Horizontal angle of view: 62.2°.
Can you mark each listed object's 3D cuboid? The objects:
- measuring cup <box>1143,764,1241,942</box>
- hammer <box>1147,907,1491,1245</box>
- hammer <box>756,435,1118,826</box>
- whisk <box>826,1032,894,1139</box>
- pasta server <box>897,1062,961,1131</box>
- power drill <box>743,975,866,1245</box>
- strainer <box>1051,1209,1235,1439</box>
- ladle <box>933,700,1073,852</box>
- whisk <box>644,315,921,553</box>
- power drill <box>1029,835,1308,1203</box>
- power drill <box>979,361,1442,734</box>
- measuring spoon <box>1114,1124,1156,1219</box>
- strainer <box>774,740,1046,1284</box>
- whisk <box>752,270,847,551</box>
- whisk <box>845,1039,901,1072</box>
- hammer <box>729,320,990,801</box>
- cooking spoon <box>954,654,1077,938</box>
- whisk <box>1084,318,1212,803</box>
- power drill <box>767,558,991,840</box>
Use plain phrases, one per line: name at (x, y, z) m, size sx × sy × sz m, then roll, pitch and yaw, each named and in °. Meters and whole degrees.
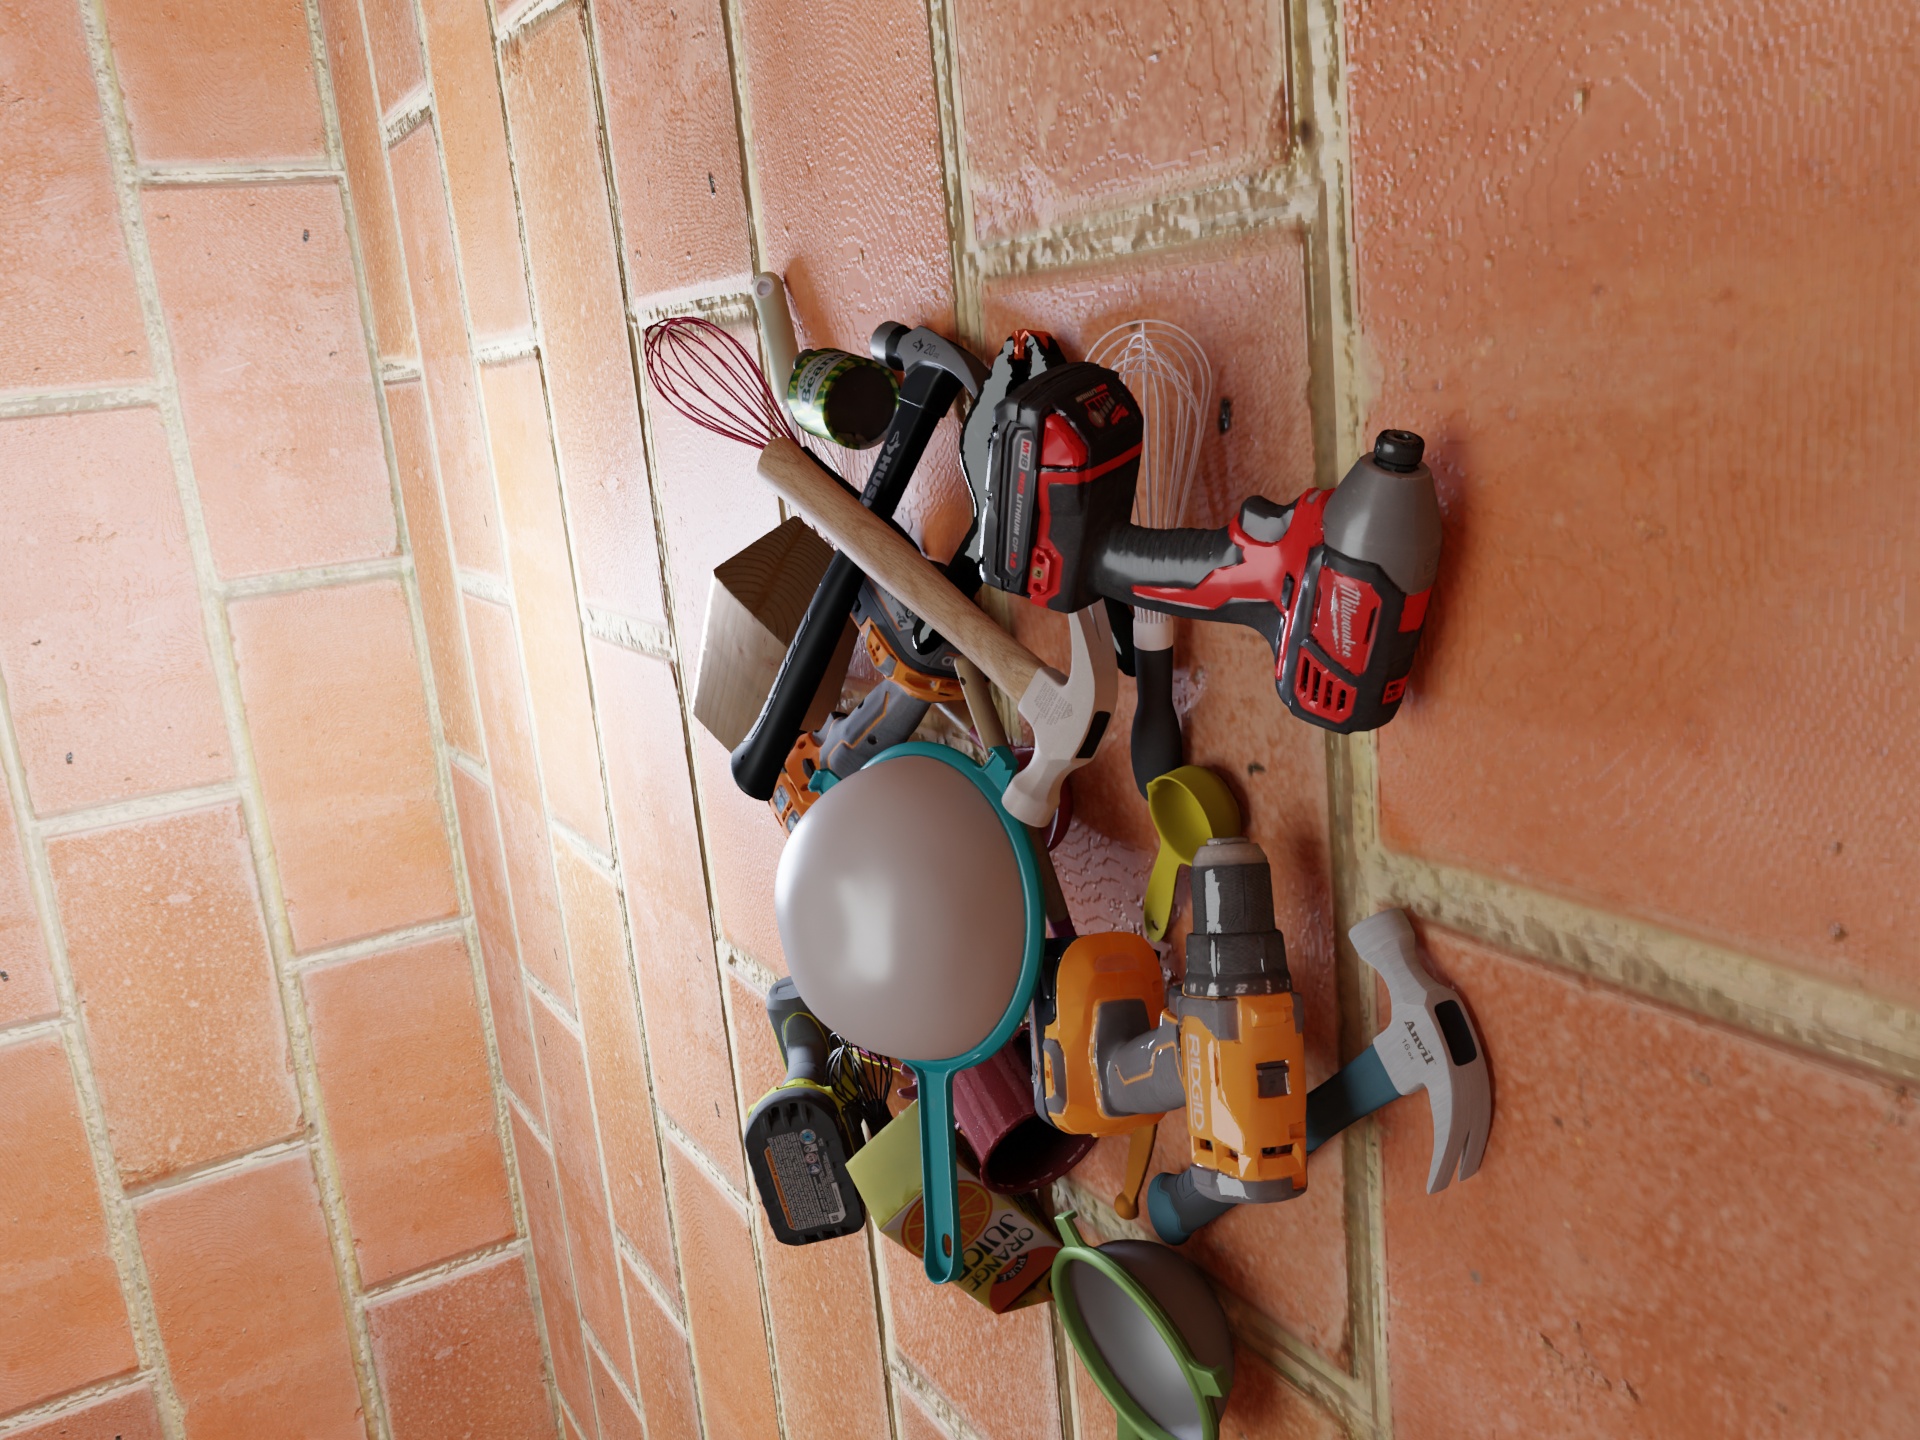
measuring cup at (0.133, 0.083, 0.943) m, size 0.062 × 0.029 × 0.156 m, roll 50°, pitch 154°, yaw 30°
hammer at (0.184, 0.231, 0.892) m, size 0.128 × 0.033 × 0.330 m, roll 65°, pitch 150°, yaw 23°
hammer at (-0.025, -0.085, 0.974) m, size 0.332 × 0.031 × 0.130 m, roll 43°, pitch 115°, yaw 34°
whisk at (-0.067, 0.324, 1.316) m, size 0.055 × 0.055 × 0.238 m, roll 52°, pitch 165°, yaw 39°
pasta server at (-0.056, 0.202, 1.287) m, size 0.040 × 0.060 × 0.317 m, roll 42°, pitch -163°, yaw -51°
power drill at (-0.124, 0.349, 1.379) m, size 0.229 × 0.080 × 0.190 m, roll -95°, pitch -9°, yaw -74°
strainer at (0.132, 0.427, 1.044) m, size 0.152 × 0.069 × 0.256 m, roll 38°, pitch 145°, yaw 40°
ladle at (-0.002, -0.004, 1.141) m, size 0.316 × 0.031 × 0.069 m, roll 45°, pitch 128°, yaw 47°
whisk at (-0.136, -0.209, 1.200) m, size 0.296 × 0.073 × 0.073 m, roll 43°, pitch 141°, yaw 16°
power drill at (0.115, 0.160, 0.899) m, size 0.226 × 0.084 × 0.185 m, roll 166°, pitch 101°, yaw -68°
power drill at (0.122, -0.094, 0.768) m, size 0.220 × 0.078 × 0.143 m, roll 24°, pitch 127°, yaw 27°
measuring spoon at (0.116, 0.291, 1.062) m, size 0.021 × 0.011 × 0.116 m, roll 44°, pitch 137°, yaw 46°
strainer at (-0.048, 0.183, 0.987) m, size 0.211 × 0.095 × 0.340 m, roll -8°, pitch 84°, yaw 47°
whisk at (-0.128, -0.243, 1.259) m, size 0.058 × 0.059 × 0.246 m, roll -17°, pitch 79°, yaw 18°
whisk at (-0.024, 0.288, 1.286) m, size 0.245 × 0.047 × 0.051 m, roll 25°, pitch 141°, yaw 51°
hammer at (-0.073, -0.100, 1.067) m, size 0.146 × 0.035 × 0.335 m, roll 34°, pitch 101°, yaw 48°
cooking spoon at (0.055, 0.104, 1.024) m, size 0.069 × 0.017 × 0.318 m, roll 4°, pitch 119°, yaw 56°
whisk at (0.108, -0.080, 0.887) m, size 0.070 × 0.070 × 0.284 m, roll 32°, pitch 133°, yaw 53°
power drill at (-0.073, -0.007, 1.142) m, size 0.226 × 0.084 × 0.164 m, roll -60°, pitch 43°, yaw 25°
